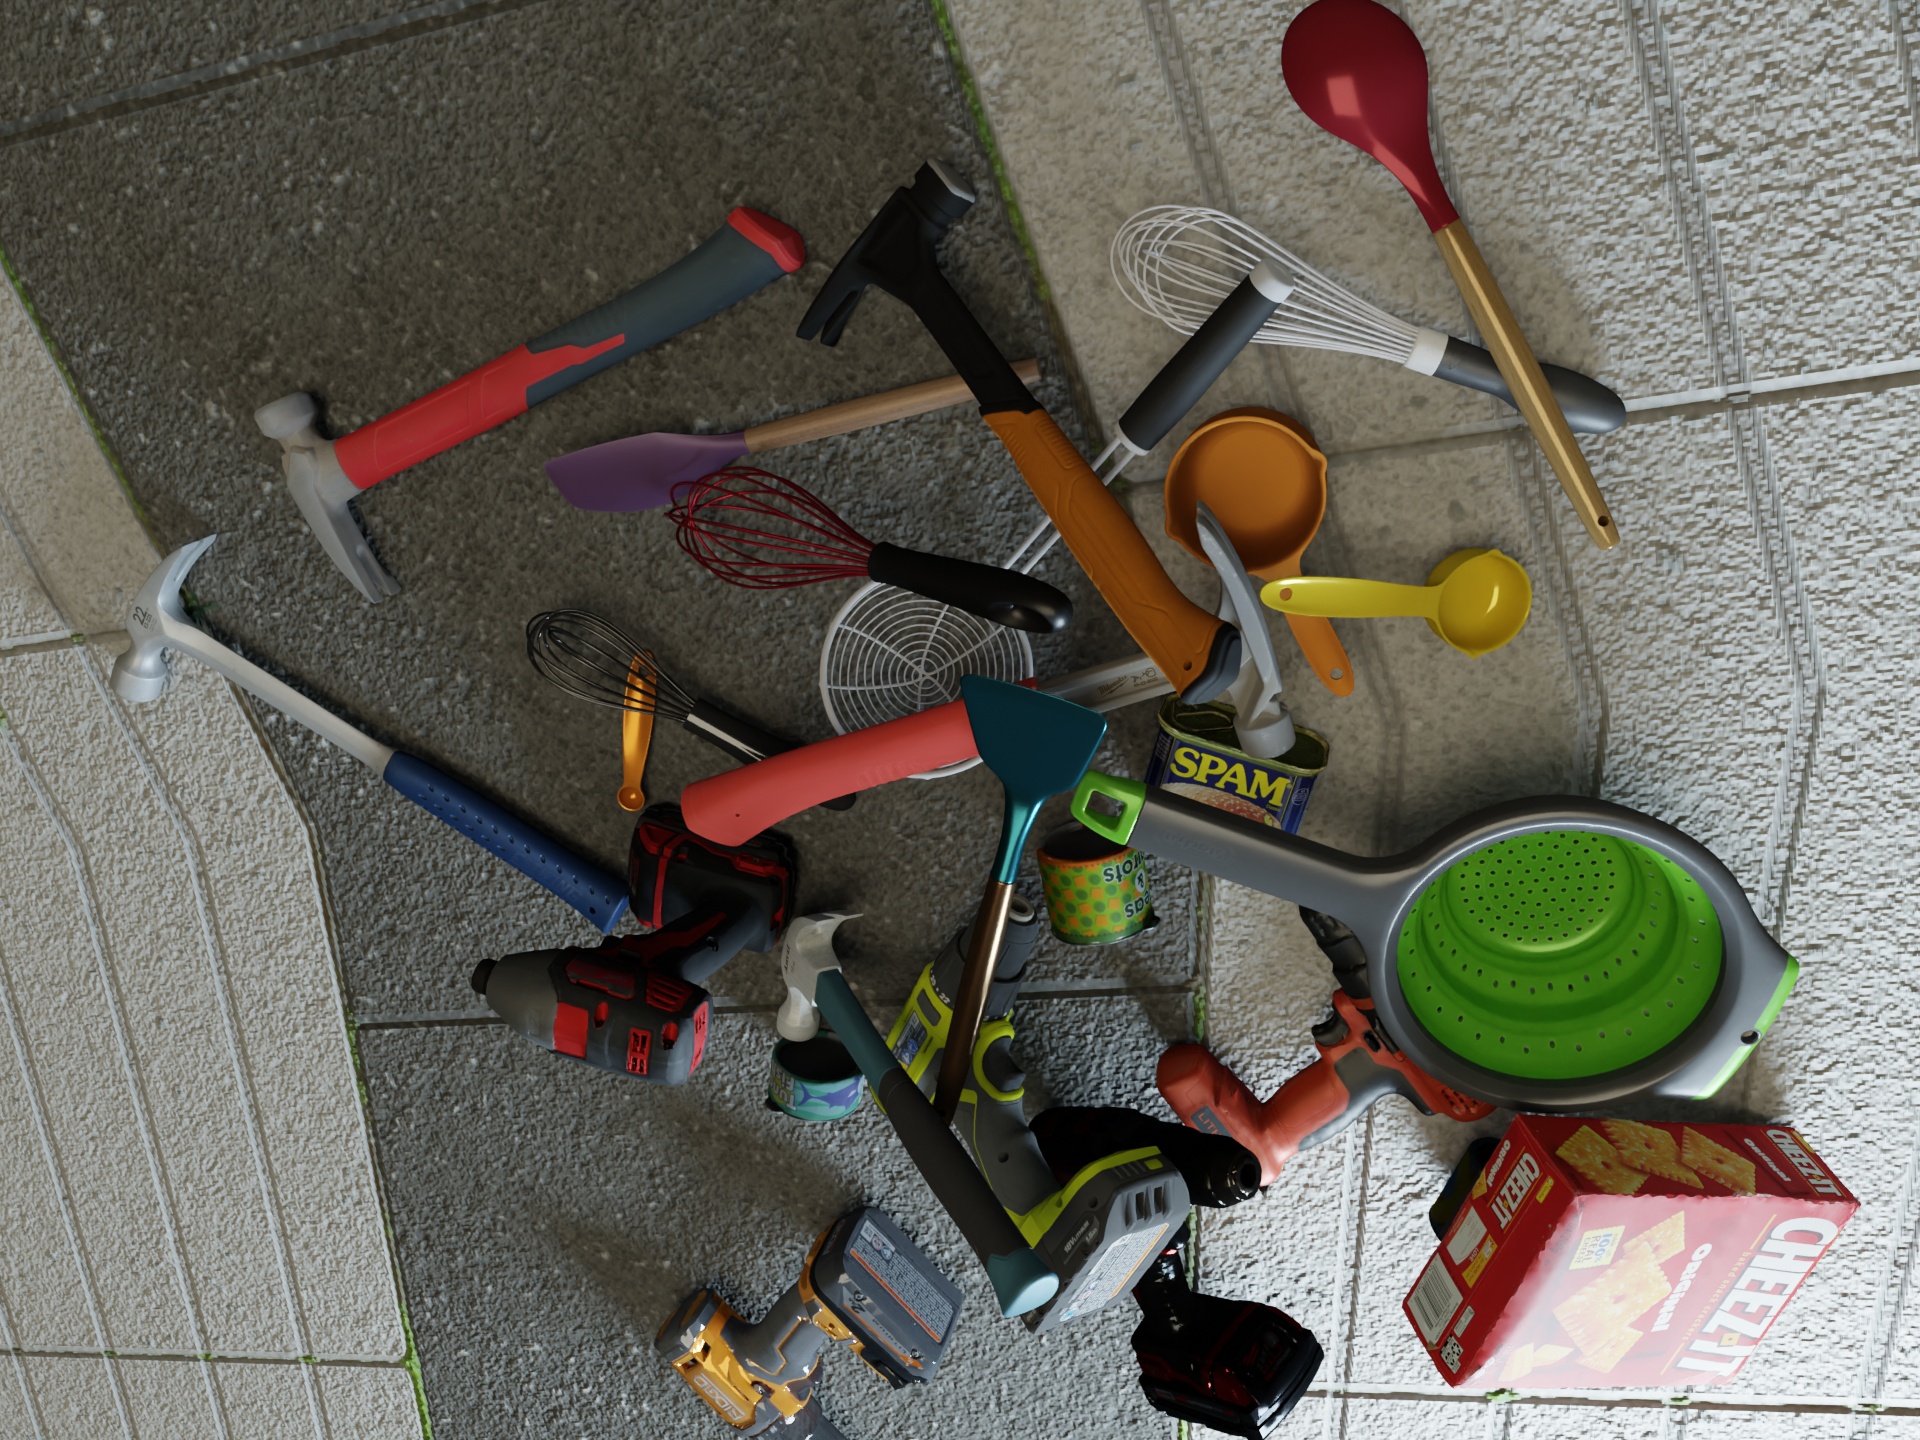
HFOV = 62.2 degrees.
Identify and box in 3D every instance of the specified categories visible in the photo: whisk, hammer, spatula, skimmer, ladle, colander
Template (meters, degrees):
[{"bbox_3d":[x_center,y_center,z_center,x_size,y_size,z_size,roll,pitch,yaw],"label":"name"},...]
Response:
[{"bbox_3d":[-0.173,-0.003,1.029,0.239,0.055,0.055,29,116,-4],"label":"whisk"},{"bbox_3d":[-0.406,0.021,1.113,0.405,0.035,0.144,32,116,1],"label":"hammer"},{"bbox_3d":[-0.036,0.233,0.971,0.033,0.331,0.128,-8,122,-28],"label":"hammer"},{"bbox_3d":[0.214,-0.205,0.839,0.284,0.070,0.070,20,115,2],"label":"whisk"},{"bbox_3d":[0.034,-0.141,0.841,0.127,0.034,0.337,-45,66,26],"label":"hammer"},{"bbox_3d":[0.014,0.116,0.916,0.082,0.044,0.317,17,116,11],"label":"spatula"},{"bbox_3d":[-0.001,-0.003,0.906,0.359,0.037,0.149,-16,116,17],"label":"hammer"},{"bbox_3d":[0.050,-0.104,0.877,0.127,0.090,0.363,42,129,-2],"label":"skimmer"},{"bbox_3d":[0.256,-0.226,0.803,0.069,0.031,0.315,-29,94,0],"label":"ladle"},{"bbox_3d":[-0.059,-0.094,0.902,0.296,0.073,0.073,19,118,35],"label":"whisk"},{"bbox_3d":[0.258,0.089,0.909,0.397,0.094,0.204,19,119,1],"label":"colander"},{"bbox_3d":[-0.258,-0.199,0.982,0.386,0.038,0.143,-19,106,22],"label":"hammer"},{"bbox_3d":[-0.103,-0.172,0.956,0.316,0.018,0.059,-11,142,17],"label":"spatula"}]

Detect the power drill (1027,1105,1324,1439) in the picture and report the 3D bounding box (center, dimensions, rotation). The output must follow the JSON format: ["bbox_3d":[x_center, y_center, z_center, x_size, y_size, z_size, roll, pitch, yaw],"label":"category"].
[{"bbox_3d":[0.151,0.351,1.033,0.188,0.080,0.226,-12,109,52],"label":"power drill"}]

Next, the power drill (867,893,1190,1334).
[{"bbox_3d":[0.039,0.240,0.995,0.229,0.080,0.190,53,129,35],"label":"power drill"}]

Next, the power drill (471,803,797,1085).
[{"bbox_3d":[-0.198,0.138,0.999,0.143,0.220,0.078,14,114,10],"label":"power drill"}]

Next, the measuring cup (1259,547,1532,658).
[{"bbox_3d":[0.235,-0.069,0.872,0.156,0.029,0.062,2,109,-10],"label":"measuring cup"}]

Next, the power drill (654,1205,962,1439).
[{"bbox_3d":[-0.100,0.479,1.191,0.226,0.084,0.185,-38,98,30],"label":"power drill"}]

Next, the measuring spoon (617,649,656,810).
[{"bbox_3d":[-0.216,0.007,1.070,0.021,0.011,0.117,12,111,6],"label":"measuring spoon"}]

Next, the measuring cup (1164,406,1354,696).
[{"bbox_3d":[0.180,-0.095,0.894,0.095,0.052,0.173,-24,105,23],"label":"measuring cup"}]
